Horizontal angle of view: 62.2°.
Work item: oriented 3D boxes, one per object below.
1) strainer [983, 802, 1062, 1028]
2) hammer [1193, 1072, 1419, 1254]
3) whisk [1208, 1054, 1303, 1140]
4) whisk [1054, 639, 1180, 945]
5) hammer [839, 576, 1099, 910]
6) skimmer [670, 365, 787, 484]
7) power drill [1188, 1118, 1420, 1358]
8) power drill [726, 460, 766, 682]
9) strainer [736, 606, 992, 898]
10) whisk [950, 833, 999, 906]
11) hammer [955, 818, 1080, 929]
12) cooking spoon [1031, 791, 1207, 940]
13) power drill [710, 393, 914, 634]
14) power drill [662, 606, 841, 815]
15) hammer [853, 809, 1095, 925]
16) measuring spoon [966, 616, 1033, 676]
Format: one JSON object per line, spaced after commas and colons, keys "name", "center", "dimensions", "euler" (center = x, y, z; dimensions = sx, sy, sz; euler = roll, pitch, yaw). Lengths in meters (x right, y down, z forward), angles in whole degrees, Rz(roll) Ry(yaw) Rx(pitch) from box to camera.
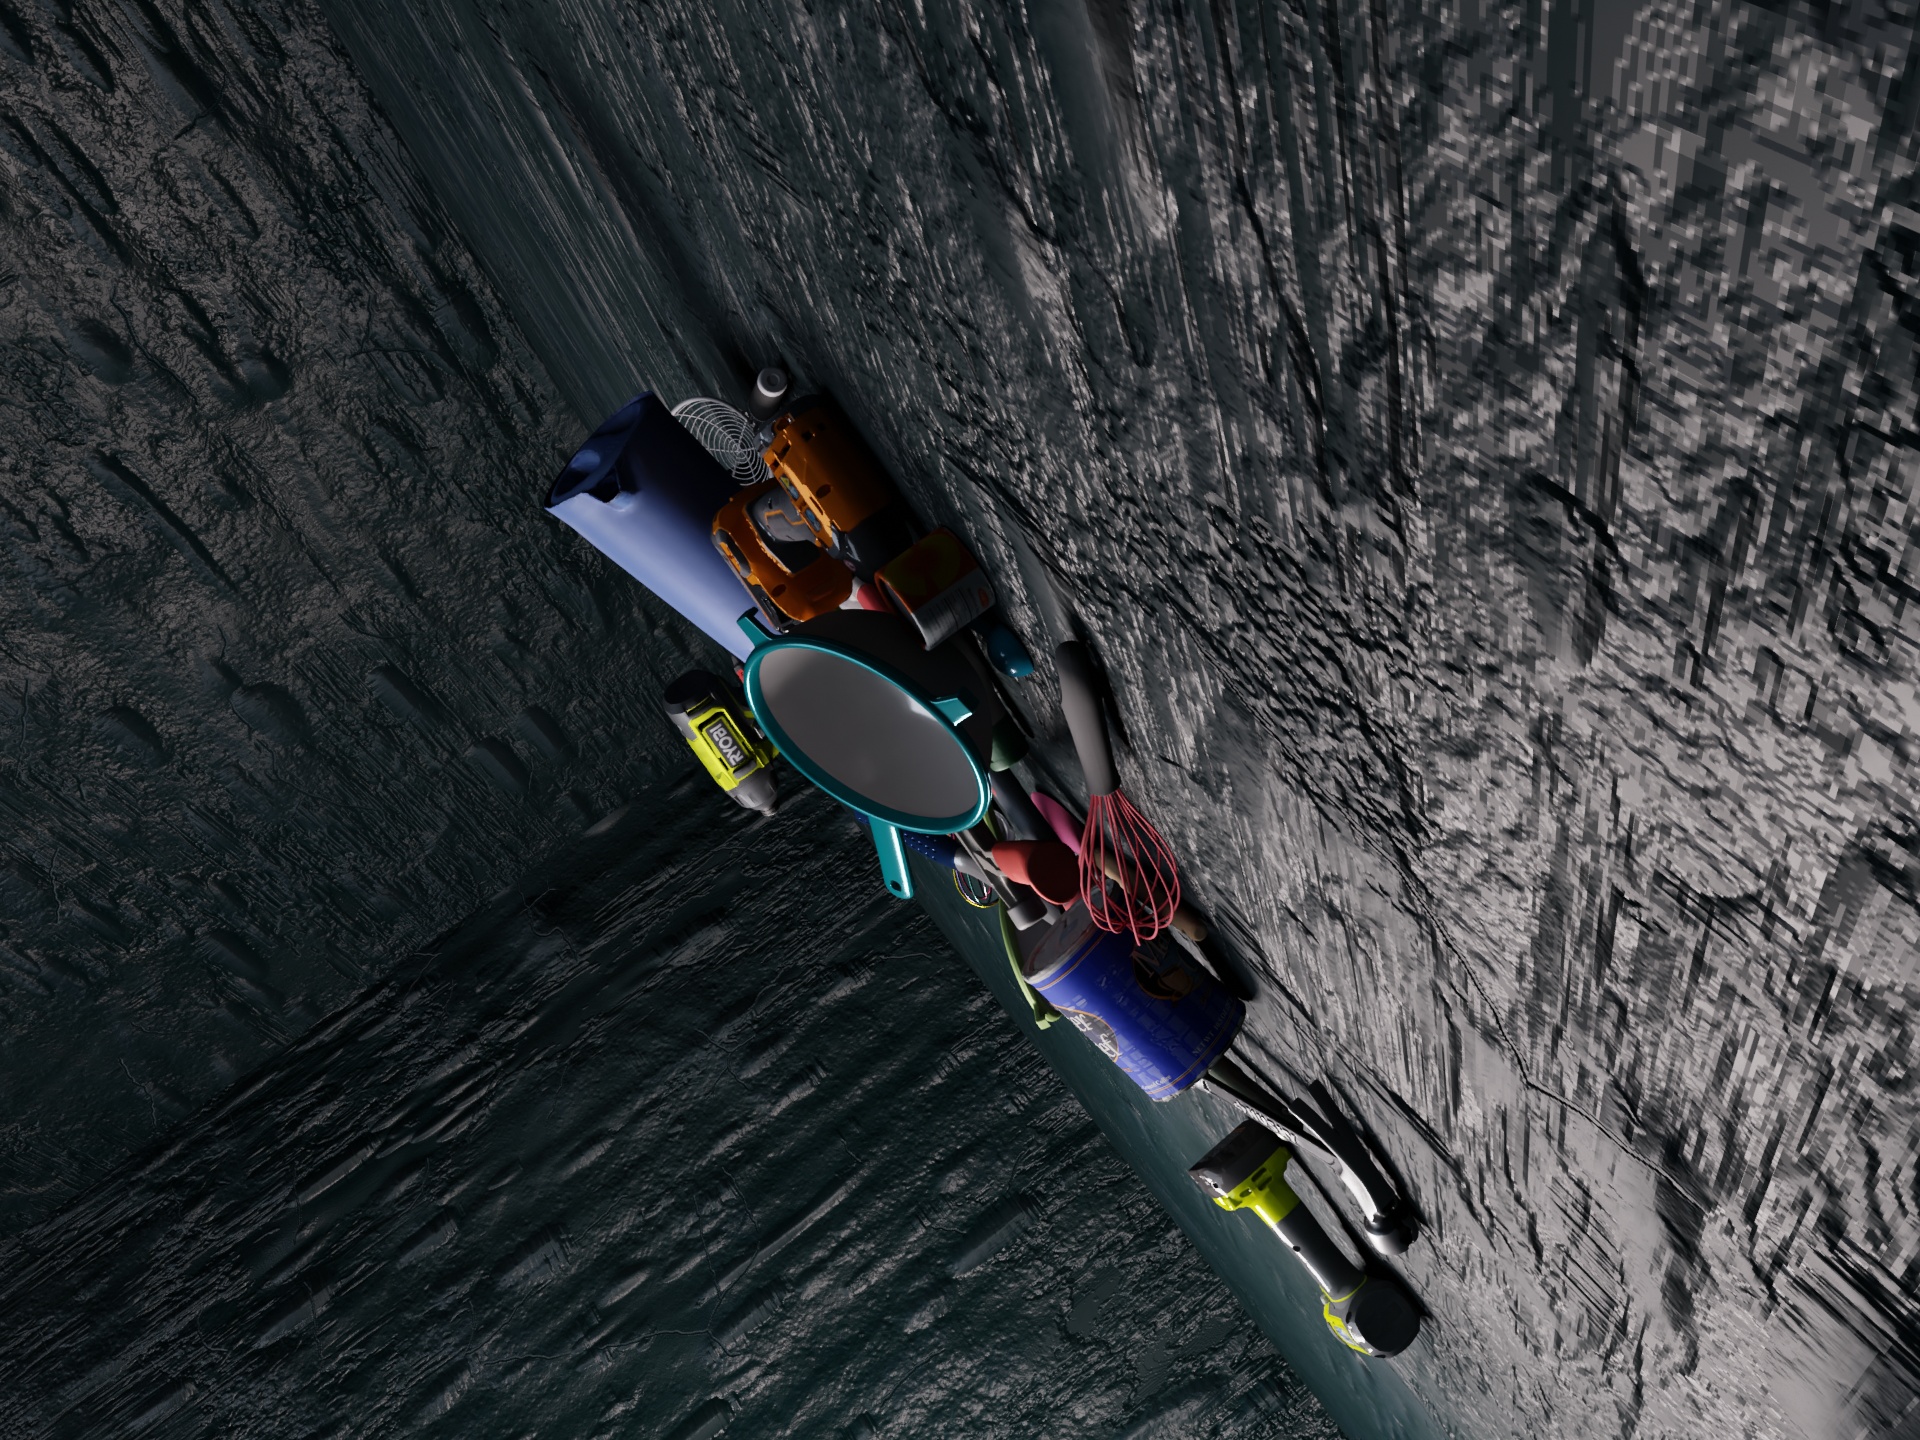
{"name": "strainer", "center": [0.082, 0.175, 1.616], "dimensions": [0.151, 0.069, 0.256], "euler": [-19, -89, -74]}
{"name": "hammer", "center": [0.203, 0.298, 1.313], "dimensions": [0.149, 0.036, 0.409], "euler": [58, 162, -23]}
{"name": "whisk", "center": [0.219, 0.299, 1.403], "dimensions": [0.057, 0.059, 0.247], "euler": [16, -170, -33]}
{"name": "whisk", "center": [0.098, 0.054, 1.054], "dimensions": [0.073, 0.073, 0.295], "euler": [46, 163, 42]}
{"name": "hammer", "center": [-0.002, -0.004, 1.349], "dimensions": [0.387, 0.038, 0.143], "euler": [54, 170, 19]}
{"name": "skimmer", "center": [-0.201, -0.242, 1.369], "dimensions": [0.127, 0.090, 0.363], "euler": [55, 171, -8]}
{"name": "power drill", "center": [0.320, 0.489, 1.489], "dimensions": [0.229, 0.080, 0.190], "euler": [49, 170, 13]}
{"name": "power drill", "center": [-0.202, -0.146, 1.632], "dimensions": [0.219, 0.143, 0.078], "euler": [61, 167, -2]}
{"name": "strainer", "center": [-0.047, 0.022, 1.252], "dimensions": [0.211, 0.095, 0.340], "euler": [21, 149, 20]}
{"name": "whisk", "center": [-0.009, 0.084, 1.630], "dimensions": [0.047, 0.051, 0.245], "euler": [-8, 108, 38]}
{"name": "hammer", "center": [0.038, 0.102, 1.237], "dimensions": [0.149, 0.037, 0.359], "euler": [56, 173, 1]}
{"name": "cooking spoon", "center": [0.121, 0.117, 1.288], "dimensions": [0.068, 0.017, 0.319], "euler": [56, 172, -21]}
{"name": "power drill", "center": [-0.109, -0.140, 1.230], "dimensions": [0.164, 0.084, 0.226], "euler": [54, 158, -2]}
{"name": "power drill", "center": [-0.157, -0.019, 1.556], "dimensions": [0.080, 0.223, 0.171], "euler": [42, 165, 54]}
{"name": "hammer", "center": [0.006, 0.146, 1.565], "dimensions": [0.406, 0.035, 0.144], "euler": [24, 124, 54]}
{"name": "measuring spoon", "center": [0.013, -0.060, 1.161], "dimensions": [0.042, 0.021, 0.129], "euler": [59, 169, -30]}
